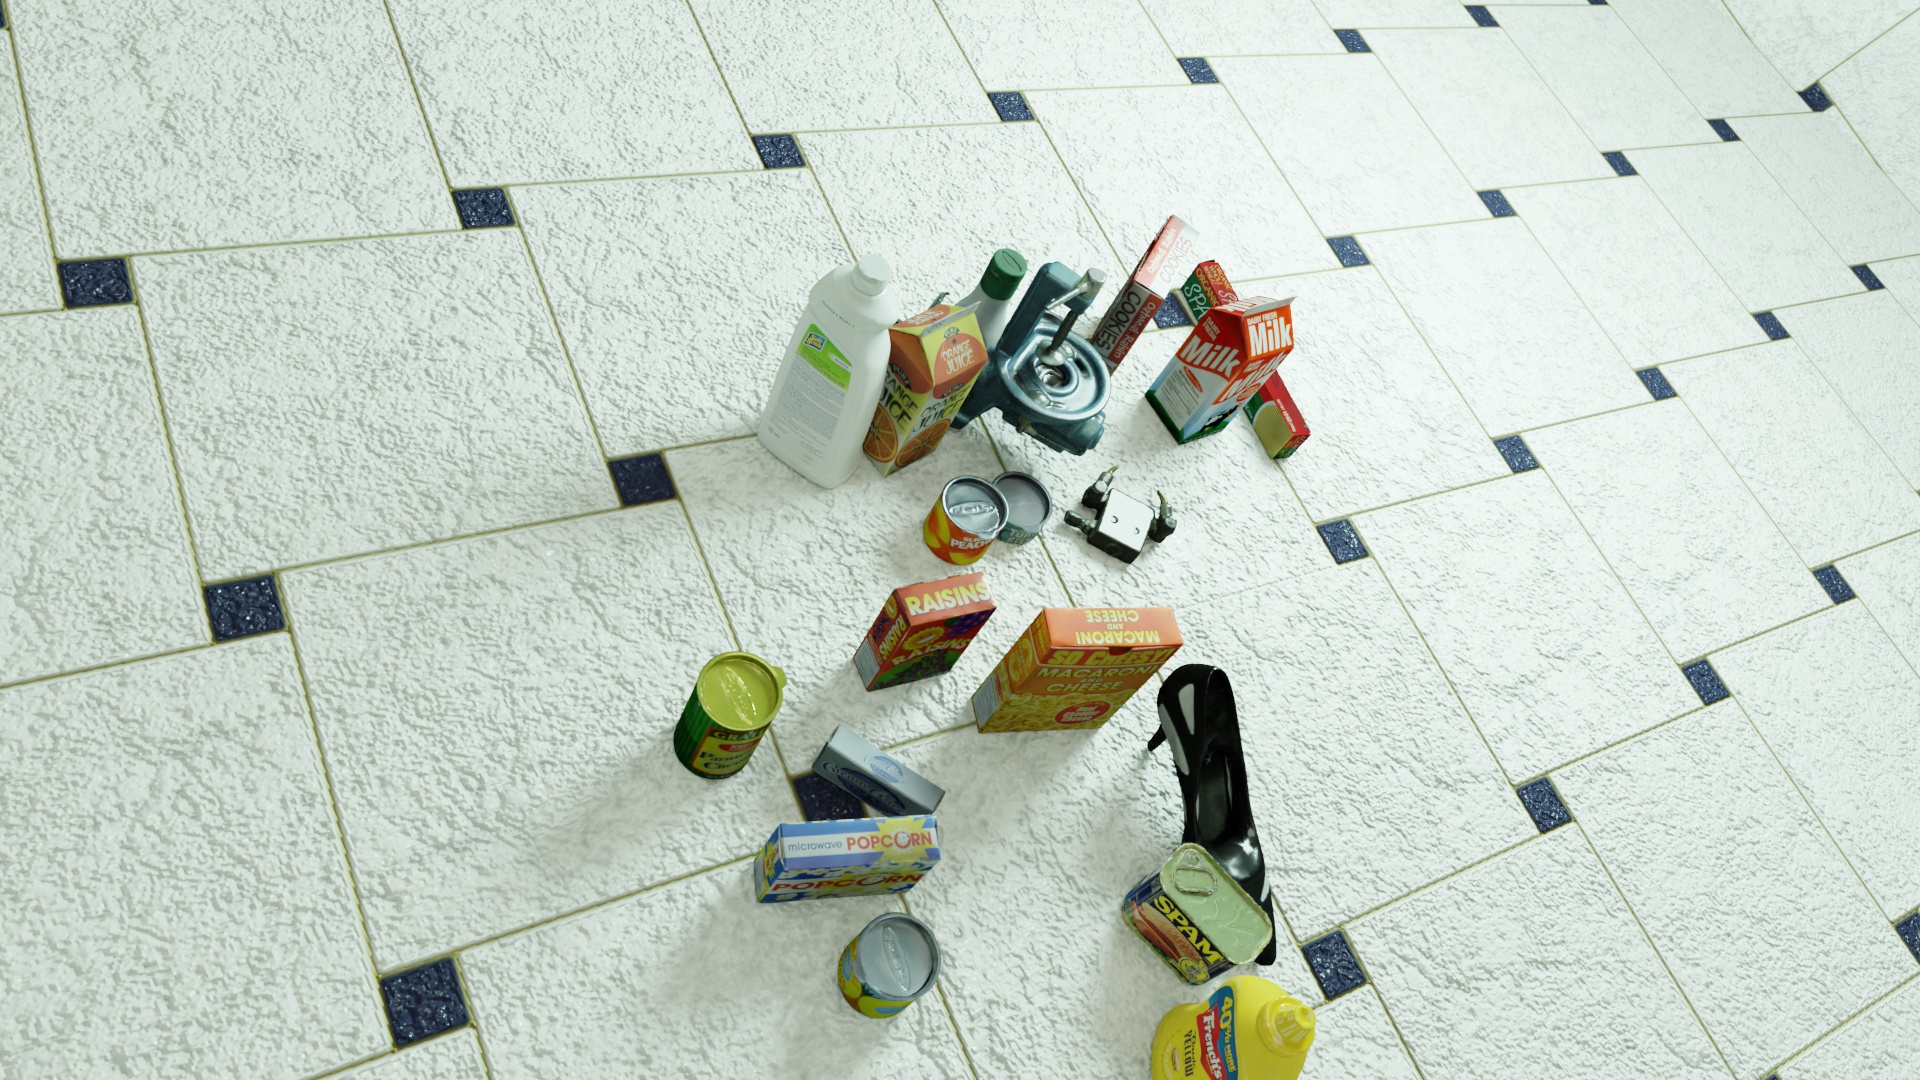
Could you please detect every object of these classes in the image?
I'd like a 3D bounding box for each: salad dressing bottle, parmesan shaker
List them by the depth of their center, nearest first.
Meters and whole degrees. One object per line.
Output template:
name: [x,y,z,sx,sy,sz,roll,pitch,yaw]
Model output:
parmesan shaker: [-0.181,0.138,1.089,0.071,0.102,0.071,11,55,-16]
salad dressing bottle: [0.024,-0.230,1.393,0.044,0.147,0.064,-31,74,-35]

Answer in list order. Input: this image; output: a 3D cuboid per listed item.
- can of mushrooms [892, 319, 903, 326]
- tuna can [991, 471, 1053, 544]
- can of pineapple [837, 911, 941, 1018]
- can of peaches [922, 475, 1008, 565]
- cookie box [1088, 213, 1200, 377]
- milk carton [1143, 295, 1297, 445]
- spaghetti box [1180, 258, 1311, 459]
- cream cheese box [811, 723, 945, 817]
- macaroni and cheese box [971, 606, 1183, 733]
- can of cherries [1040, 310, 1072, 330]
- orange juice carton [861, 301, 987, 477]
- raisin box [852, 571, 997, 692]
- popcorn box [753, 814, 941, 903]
can of mushrooms: [-0.073,-0.188,1.395,0.071,0.033,0.071,11,55,-16]
tuna can: [0.054,-0.029,1.346,0.071,0.032,0.071,11,55,-16]
can of pineapple: [-0.056,0.322,1.050,0.071,0.057,0.071,11,55,-16]
can of peaches: [0.005,-0.016,1.300,0.071,0.057,0.071,11,55,-16]
cookie box: [0.180,-0.244,1.457,0.040,0.166,0.123,31,52,-2]
milk carton: [0.277,-0.188,1.446,0.072,0.189,0.073,-19,68,-32]
spaghetti box: [0.318,-0.207,1.565,0.029,0.050,0.251,-8,62,-28]
cream cheese box: [-0.068,0.195,1.132,0.104,0.053,0.024,33,52,0]
macaroni and cheese box: [0.097,0.113,1.186,0.124,0.165,0.040,1,59,-23]
can of cherries: [0.076,-0.199,1.451,0.071,0.058,0.072,11,55,-16]
orange juice carton: [-0.038,-0.149,1.283,0.072,0.191,0.073,-31,74,-35]
raisin box: [-0.031,0.077,1.181,0.086,0.122,0.040,-10,63,-28]
popcorn box: [-0.088,0.245,1.070,0.127,0.084,0.038,1,58,-22]
